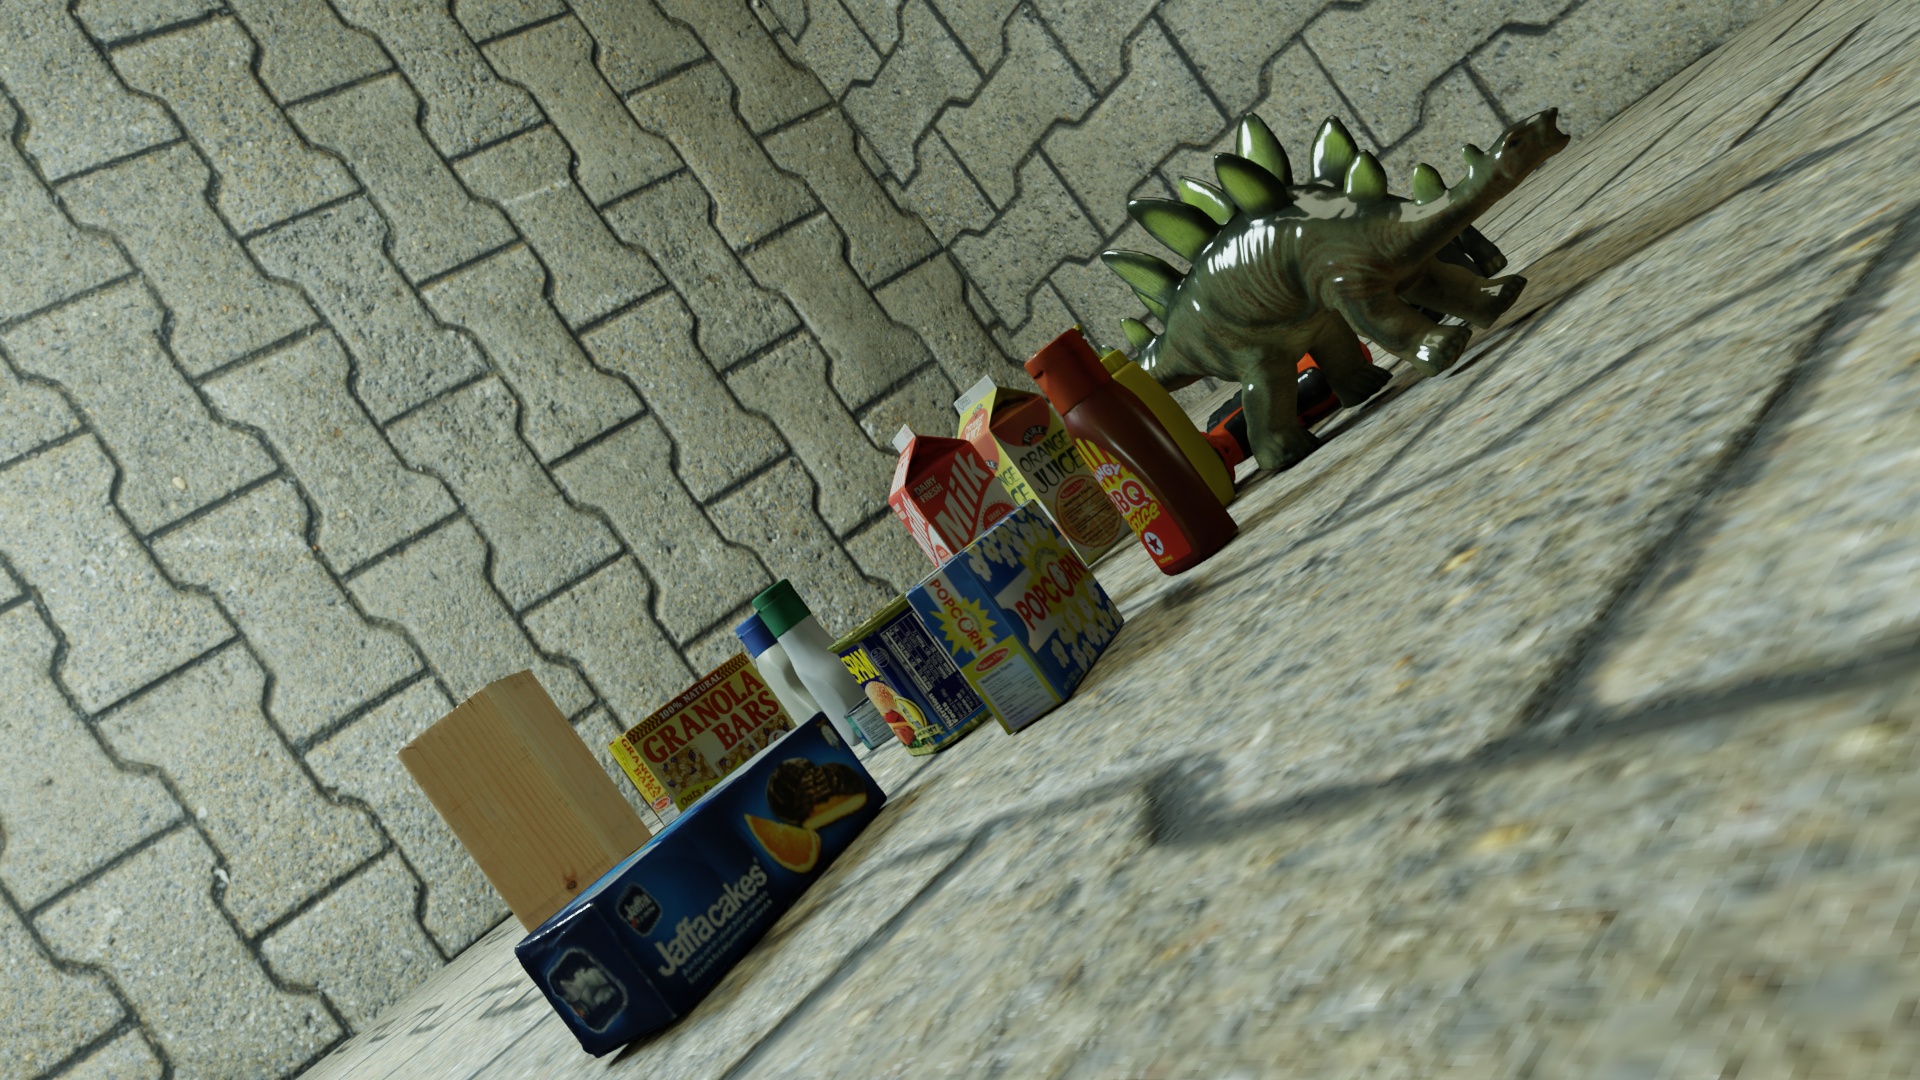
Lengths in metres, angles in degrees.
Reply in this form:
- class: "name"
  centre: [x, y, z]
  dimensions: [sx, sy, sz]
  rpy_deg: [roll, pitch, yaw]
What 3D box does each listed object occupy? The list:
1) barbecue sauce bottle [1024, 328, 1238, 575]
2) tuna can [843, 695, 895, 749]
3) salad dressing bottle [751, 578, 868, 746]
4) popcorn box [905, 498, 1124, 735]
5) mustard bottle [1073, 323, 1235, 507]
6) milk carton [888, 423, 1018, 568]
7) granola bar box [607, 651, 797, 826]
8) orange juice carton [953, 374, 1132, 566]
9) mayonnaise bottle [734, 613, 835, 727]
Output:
- class: "barbecue sauce bottle"
  centre: [0.094, -0.052, 0.791]
  dimensions: [0.044, 0.148, 0.064]
  rpy_deg: [-36, 0, -19]
- class: "tuna can"
  centre: [-0.052, 0.125, 1.042]
  dimensions: [0.071, 0.033, 0.071]
  rpy_deg: [-36, 0, 0]
- class: "salad dressing bottle"
  centre: [-0.117, 0.100, 1.159]
  dimensions: [0.044, 0.147, 0.064]
  rpy_deg: [-36, 0, -23]
- class: "popcorn box"
  centre: [0.031, 0.034, 0.702]
  dimensions: [0.038, 0.085, 0.127]
  rpy_deg: [-36, 0, 24]
- class: "mustard bottle"
  centre: [0.121, -0.079, 0.950]
  dimensions: [0.049, 0.160, 0.065]
  rpy_deg: [-36, 0, -24]
- class: "milk carton"
  centre: [0.004, -0.015, 1.172]
  dimensions: [0.073, 0.190, 0.072]
  rpy_deg: [-36, 0, -16]
- class: "granola bar box"
  centre: [-0.229, 0.196, 1.296]
  dimensions: [0.039, 0.124, 0.166]
  rpy_deg: [-36, 0, 39]
- class: "orange juice carton"
  centre: [0.066, -0.062, 1.270]
  dimensions: [0.073, 0.192, 0.071]
  rpy_deg: [-36, 0, -31]
- class: "mayonnaise bottle"
  centre: [-0.175, 0.141, 1.435]
  dimensions: [0.041, 0.148, 0.064]
  rpy_deg: [-36, 0, -30]
